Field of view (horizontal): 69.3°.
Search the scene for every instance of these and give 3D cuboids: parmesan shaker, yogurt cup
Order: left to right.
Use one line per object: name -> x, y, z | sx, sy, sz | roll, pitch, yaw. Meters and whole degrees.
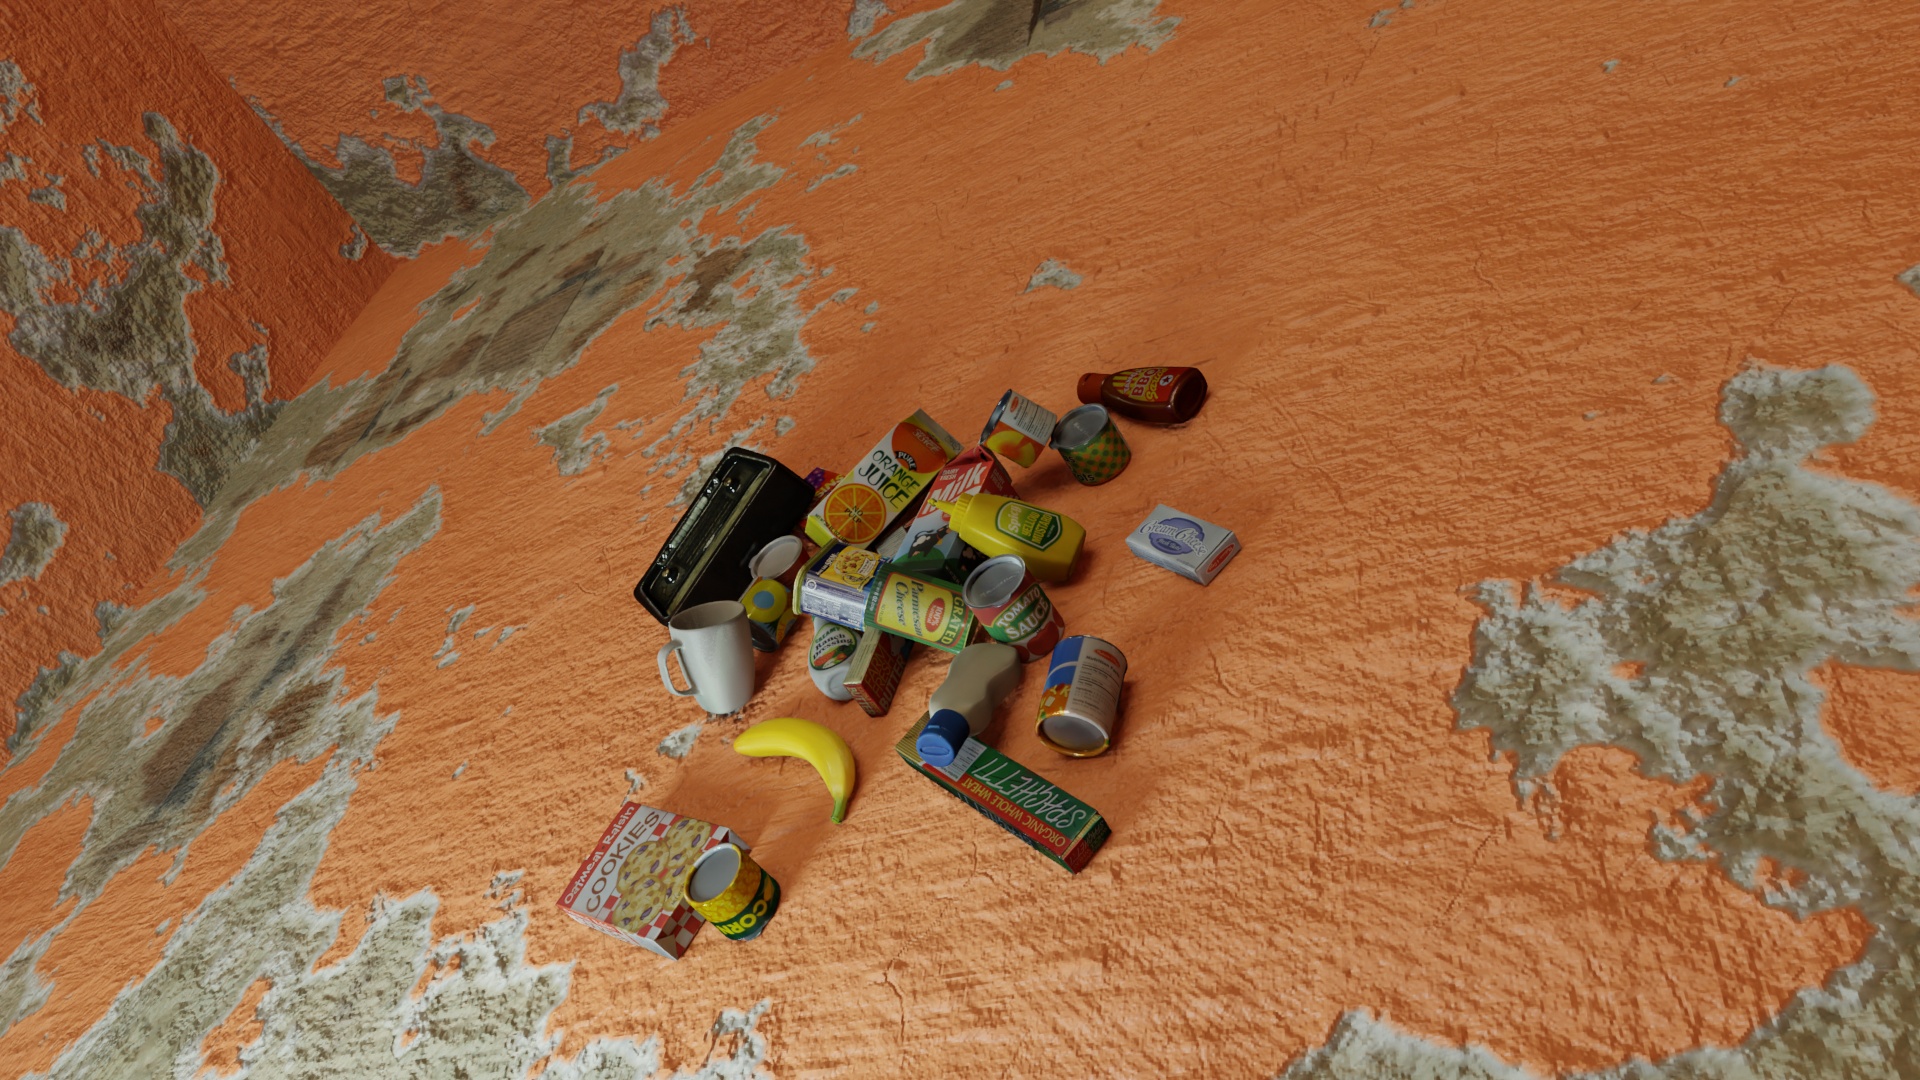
yogurt cup -> -0.196, 0.036, 1.579 | 0.072, 0.053, 0.073 | -23, 36, 18
parmesan shaker -> -0.036, 0.069, 1.348 | 0.103, 0.071, 0.072 | 17, 51, 7

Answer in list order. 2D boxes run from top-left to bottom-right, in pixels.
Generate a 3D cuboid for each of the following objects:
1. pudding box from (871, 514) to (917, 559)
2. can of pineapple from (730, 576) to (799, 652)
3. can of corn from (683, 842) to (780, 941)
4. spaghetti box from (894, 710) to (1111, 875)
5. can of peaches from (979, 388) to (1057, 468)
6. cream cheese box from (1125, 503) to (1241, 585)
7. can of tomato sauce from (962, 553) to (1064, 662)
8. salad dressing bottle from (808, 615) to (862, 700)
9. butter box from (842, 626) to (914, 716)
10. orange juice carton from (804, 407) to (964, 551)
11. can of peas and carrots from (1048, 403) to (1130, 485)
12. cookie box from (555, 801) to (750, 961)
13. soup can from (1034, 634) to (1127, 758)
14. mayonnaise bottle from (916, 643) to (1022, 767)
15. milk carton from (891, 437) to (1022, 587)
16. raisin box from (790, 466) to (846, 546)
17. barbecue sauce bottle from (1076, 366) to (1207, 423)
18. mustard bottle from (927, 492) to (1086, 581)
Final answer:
pudding box -> -0.051, 0.005, 1.513 | 0.084, 0.030, 0.050 | -36, 32, 0
can of pineapple -> -0.215, 0.082, 1.531 | 0.071, 0.070, 0.058 | 3, 49, 43
can of corn -> -0.204, 0.315, 1.242 | 0.071, 0.058, 0.071 | -24, 35, 18
spaghetti box -> 0.031, 0.211, 1.190 | 0.050, 0.028, 0.250 | -47, 35, -16
can of peaches -> 0.060, -0.116, 1.460 | 0.071, 0.058, 0.071 | -60, 9, 16
cream cheese box -> 0.206, 0.003, 1.295 | 0.053, 0.024, 0.104 | -44, 35, -14
can of tomato sauce -> 0.051, 0.065, 1.301 | 0.071, 0.083, 0.071 | -23, 36, 18
salad dressing bottle -> -0.131, 0.105, 1.447 | 0.064, 0.043, 0.148 | -27, 34, 3
butter box -> -0.079, 0.118, 1.379 | 0.024, 0.053, 0.104 | -9, 43, 32
orange juice carton -> -0.083, -0.062, 1.561 | 0.193, 0.072, 0.073 | -47, -2, -16
can of peas and carrots -> 0.135, -0.098, 1.450 | 0.071, 0.058, 0.071 | -24, 36, 19
cookie box -> -0.297, 0.321, 1.332 | 0.167, 0.040, 0.123 | 2, 49, 43
soup can -> 0.102, 0.135, 1.190 | 0.071, 0.071, 0.084 | -12, 41, 32
mayonnaise bottle -> 0.004, 0.145, 1.243 | 0.065, 0.041, 0.149 | -2, 27, 25
milk carton -> 0.005, -0.018, 1.453 | 0.073, 0.072, 0.191 | -6, 44, 38
raisin box -> -0.158, -0.037, 1.650 | 0.086, 0.040, 0.123 | -49, 35, -17
barbecue sauce bottle -> 0.190, -0.159, 1.489 | 0.148, 0.043, 0.065 | 11, 56, 48
mustard bottle -> 0.041, -0.012, 1.365 | 0.160, 0.048, 0.065 | 20, 54, 8
